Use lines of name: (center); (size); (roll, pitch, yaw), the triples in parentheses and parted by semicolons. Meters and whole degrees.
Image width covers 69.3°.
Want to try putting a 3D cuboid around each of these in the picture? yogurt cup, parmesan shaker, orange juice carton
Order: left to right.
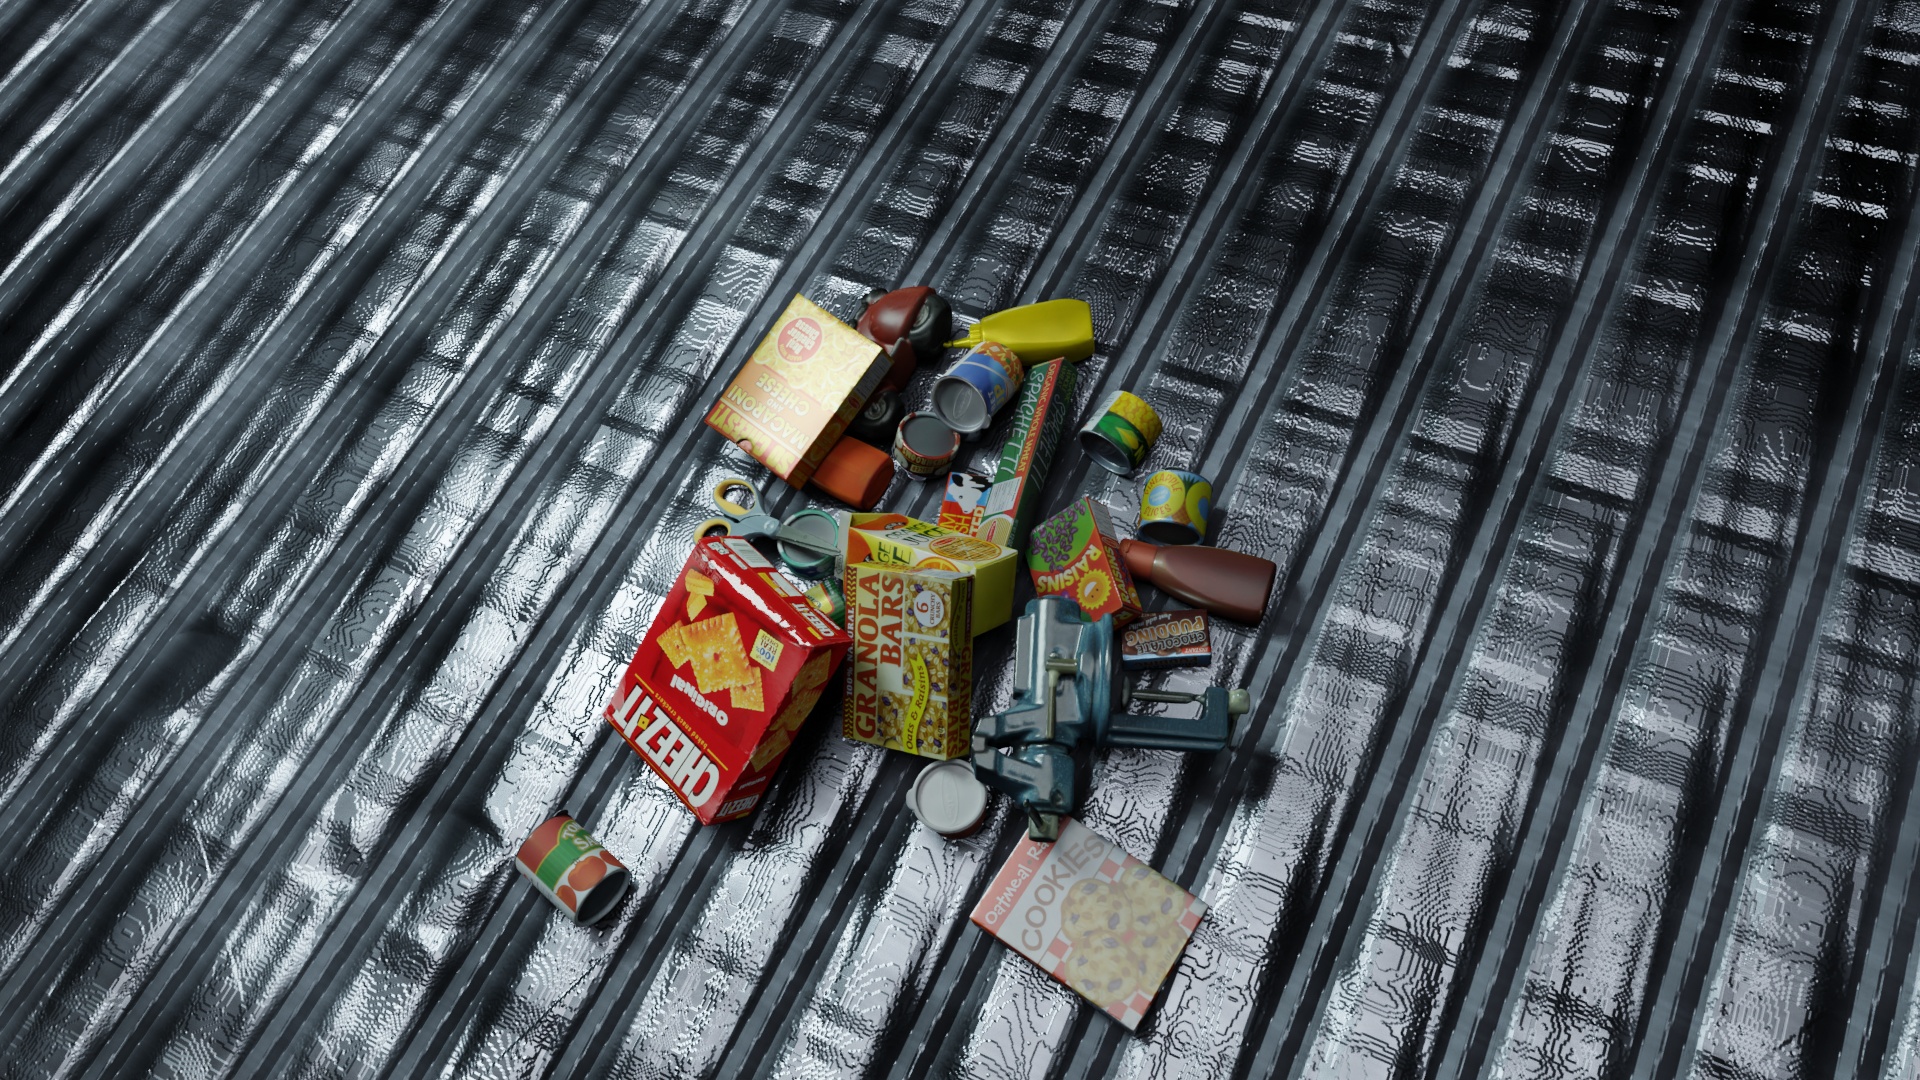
parmesan shaker: (-0.155, 0.087, 1.346); (0.103, 0.071, 0.071); (-29, 63, -7)
orange juice carton: (-0.045, 0.026, 1.326); (0.193, 0.071, 0.073); (17, 21, 33)
yogurt cup: (-0.007, 0.236, 1.253); (0.072, 0.053, 0.072); (-3, 63, 7)

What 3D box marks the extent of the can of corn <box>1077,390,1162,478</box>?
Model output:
can of corn: (0.163, -0.106, 1.395); (0.071, 0.071, 0.058); (33, 72, 22)

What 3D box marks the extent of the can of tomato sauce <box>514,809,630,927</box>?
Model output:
can of tomato sauce: (-0.352, 0.299, 1.267); (0.083, 0.071, 0.071); (35, 73, 22)

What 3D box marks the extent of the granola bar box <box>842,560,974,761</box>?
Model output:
granola bar box: (-0.049, 0.107, 1.265); (0.124, 0.039, 0.165); (6, 98, 36)

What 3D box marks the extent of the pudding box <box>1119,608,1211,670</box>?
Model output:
pudding box: (0.193, 0.094, 1.308); (0.084, 0.030, 0.050); (-4, 64, 7)

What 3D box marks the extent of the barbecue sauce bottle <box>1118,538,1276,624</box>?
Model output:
barbecue sauce bottle: (0.222, 0.032, 1.328); (0.148, 0.043, 0.065); (15, 59, 16)

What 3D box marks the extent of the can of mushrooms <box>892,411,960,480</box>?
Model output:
can of mushrooms: (-0.035, -0.097, 1.425); (0.071, 0.033, 0.071); (8, 53, -11)

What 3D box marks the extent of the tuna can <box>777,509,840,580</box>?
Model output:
tuna can: (-0.148, 0.004, 1.404); (0.071, 0.032, 0.071); (-4, 63, 7)

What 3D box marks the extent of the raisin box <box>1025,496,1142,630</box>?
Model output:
raisin box: (0.114, 0.033, 1.325); (0.086, 0.040, 0.124); (-33, 56, 27)

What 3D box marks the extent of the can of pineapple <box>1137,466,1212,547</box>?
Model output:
can of pineapple: (0.207, -0.030, 1.347); (0.071, 0.070, 0.058); (8, 65, 12)

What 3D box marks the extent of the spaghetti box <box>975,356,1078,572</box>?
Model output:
spaghetti box: (0.064, -0.076, 1.392); (0.050, 0.028, 0.251); (-13, 49, 45)

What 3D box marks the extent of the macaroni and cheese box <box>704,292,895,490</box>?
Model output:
macaroni and cheese box: (-0.166, -0.153, 1.422); (0.124, 0.040, 0.166); (35, 87, 24)

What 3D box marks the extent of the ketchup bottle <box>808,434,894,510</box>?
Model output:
ketchup bottle: (-0.145, -0.088, 1.444); (0.149, 0.043, 0.065); (26, 74, 20)

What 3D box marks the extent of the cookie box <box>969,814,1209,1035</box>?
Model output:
cookie box: (0.110, 0.323, 1.200); (0.168, 0.040, 0.123); (30, 71, 20)

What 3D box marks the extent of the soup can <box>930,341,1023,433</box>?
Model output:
soup can: (0.020, -0.156, 1.426); (0.071, 0.071, 0.084); (24, 43, 19)

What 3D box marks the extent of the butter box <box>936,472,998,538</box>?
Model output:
butter box: (0.005, -0.018, 1.396); (0.053, 0.024, 0.104); (8, 65, 12)

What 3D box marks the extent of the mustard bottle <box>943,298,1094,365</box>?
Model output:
mustard bottle: (0.061, -0.217, 1.475); (0.160, 0.048, 0.065); (-5, 63, 7)

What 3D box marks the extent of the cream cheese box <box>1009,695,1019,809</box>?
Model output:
cream cheese box: (0.073, 0.194, 1.280); (0.053, 0.024, 0.104); (-5, 63, 7)
